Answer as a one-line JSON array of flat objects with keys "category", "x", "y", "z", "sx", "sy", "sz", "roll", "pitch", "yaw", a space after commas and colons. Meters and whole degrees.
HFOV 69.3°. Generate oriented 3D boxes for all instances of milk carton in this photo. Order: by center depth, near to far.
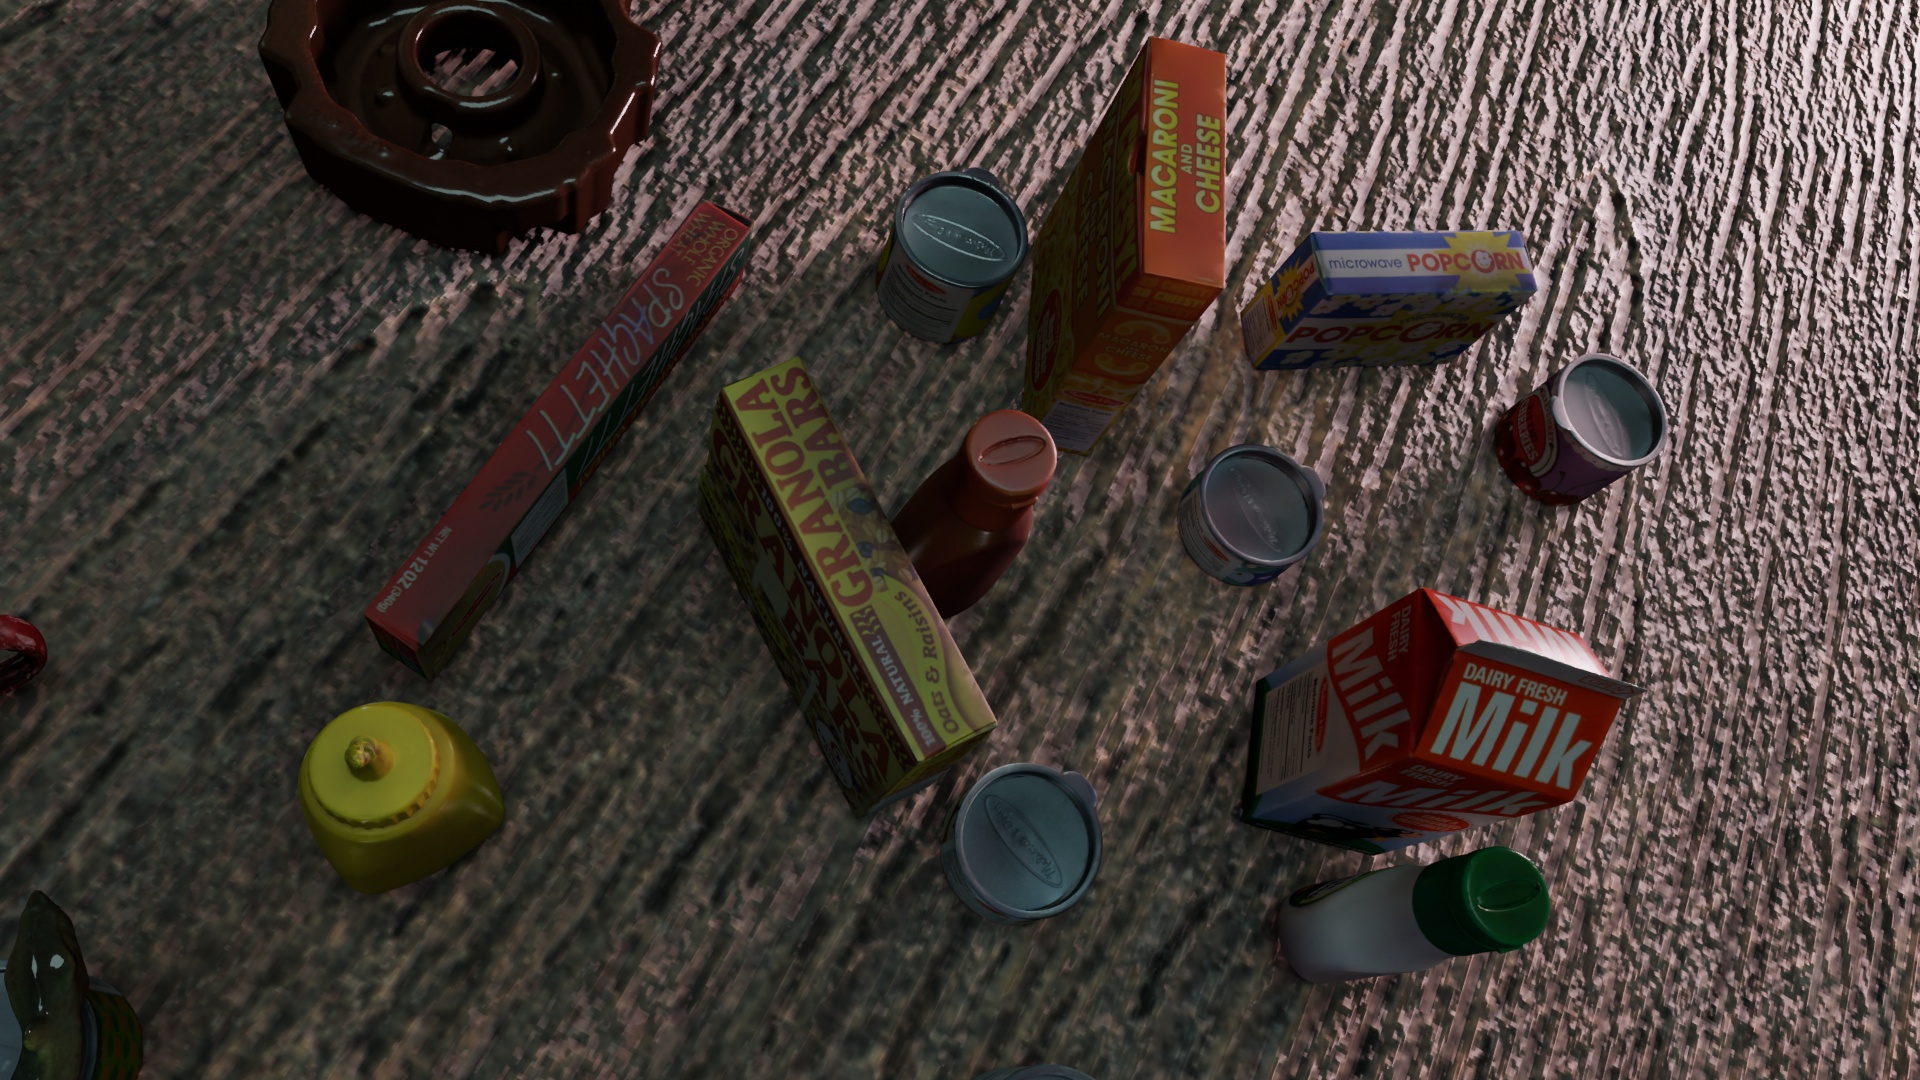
[{"category": "milk carton", "x": 0.194, "y": 0.077, "z": 0.586, "sx": 0.072, "sy": 0.189, "sz": 0.074, "roll": 16, "pitch": 66, "yaw": -9}]

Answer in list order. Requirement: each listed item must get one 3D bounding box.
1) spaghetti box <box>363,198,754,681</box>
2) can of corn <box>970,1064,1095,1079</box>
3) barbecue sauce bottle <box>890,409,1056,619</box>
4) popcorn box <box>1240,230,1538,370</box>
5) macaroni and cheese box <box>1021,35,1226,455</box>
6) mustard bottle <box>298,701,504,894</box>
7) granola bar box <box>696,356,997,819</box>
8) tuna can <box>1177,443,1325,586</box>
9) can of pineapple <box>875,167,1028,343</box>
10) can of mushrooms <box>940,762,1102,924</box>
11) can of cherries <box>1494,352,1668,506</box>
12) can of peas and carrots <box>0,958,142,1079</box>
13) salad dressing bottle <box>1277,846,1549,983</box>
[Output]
[{"category": "spaghetti box", "x": -0.170, "y": -0.051, "z": 0.616, "sx": 0.029, "sy": 0.050, "sz": 0.251, "roll": 32, "pitch": 64, "yaw": -1}, {"category": "can of corn", "x": 0.027, "y": 0.245, "z": 0.547, "sx": 0.071, "sy": 0.058, "sz": 0.071, "roll": 5, "pitch": 68, "yaw": -13}, {"category": "barbecue sauce bottle", "x": 0.002, "y": -0.007, "z": 0.591, "sx": 0.065, "sy": 0.148, "sz": 0.044, "roll": -16, "pitch": 74, "yaw": -20}, {"category": "popcorn box", "x": 0.224, "y": -0.126, "z": 0.734, "sx": 0.127, "sy": 0.085, "sz": 0.038, "roll": -4, "pitch": 70, "yaw": -17}, {"category": "macaroni and cheese box", "x": 0.072, "y": -0.130, "z": 0.649, "sx": 0.040, "sy": 0.165, "sz": 0.124, "roll": 10, "pitch": 67, "yaw": -11}, {"category": "mustard bottle", "x": -0.200, "y": 0.087, "z": 0.492, "sx": 0.065, "sy": 0.159, "sz": 0.049, "roll": -29, "pitch": 79, "yaw": -23}, {"category": "granola bar box", "x": -0.055, "y": 0.026, "z": 0.576, "sx": 0.039, "sy": 0.123, "sz": 0.166, "roll": -24, "pitch": 77, "yaw": -22}, {"category": "tuna can", "x": 0.146, "y": -0.013, "z": 0.696, "sx": 0.071, "sy": 0.032, "sz": 0.071, "roll": 5, "pitch": 68, "yaw": -13}, {"category": "can of pineapple", "x": -0.004, "y": -0.141, "z": 0.693, "sx": 0.071, "sy": 0.057, "sz": 0.071, "roll": 5, "pitch": 68, "yaw": -13}, {"category": "can of mushrooms", "x": 0.028, "y": 0.131, "z": 0.606, "sx": 0.071, "sy": 0.033, "sz": 0.071, "roll": 5, "pitch": 68, "yaw": -13}, {"category": "can of cherries", "x": 0.332, "y": -0.059, "z": 0.751, "sx": 0.071, "sy": 0.058, "sz": 0.072, "roll": 5, "pitch": 68, "yaw": -13}, {"category": "can of peas and carrots", "x": -0.325, "y": 0.182, "z": 0.476, "sx": 0.071, "sy": 0.058, "sz": 0.071, "roll": 5, "pitch": 68, "yaw": -13}, {"category": "salad dressing bottle", "x": 0.184, "y": 0.156, "z": 0.575, "sx": 0.064, "sy": 0.147, "sz": 0.044, "roll": -7, "pitch": 71, "yaw": -18}]
